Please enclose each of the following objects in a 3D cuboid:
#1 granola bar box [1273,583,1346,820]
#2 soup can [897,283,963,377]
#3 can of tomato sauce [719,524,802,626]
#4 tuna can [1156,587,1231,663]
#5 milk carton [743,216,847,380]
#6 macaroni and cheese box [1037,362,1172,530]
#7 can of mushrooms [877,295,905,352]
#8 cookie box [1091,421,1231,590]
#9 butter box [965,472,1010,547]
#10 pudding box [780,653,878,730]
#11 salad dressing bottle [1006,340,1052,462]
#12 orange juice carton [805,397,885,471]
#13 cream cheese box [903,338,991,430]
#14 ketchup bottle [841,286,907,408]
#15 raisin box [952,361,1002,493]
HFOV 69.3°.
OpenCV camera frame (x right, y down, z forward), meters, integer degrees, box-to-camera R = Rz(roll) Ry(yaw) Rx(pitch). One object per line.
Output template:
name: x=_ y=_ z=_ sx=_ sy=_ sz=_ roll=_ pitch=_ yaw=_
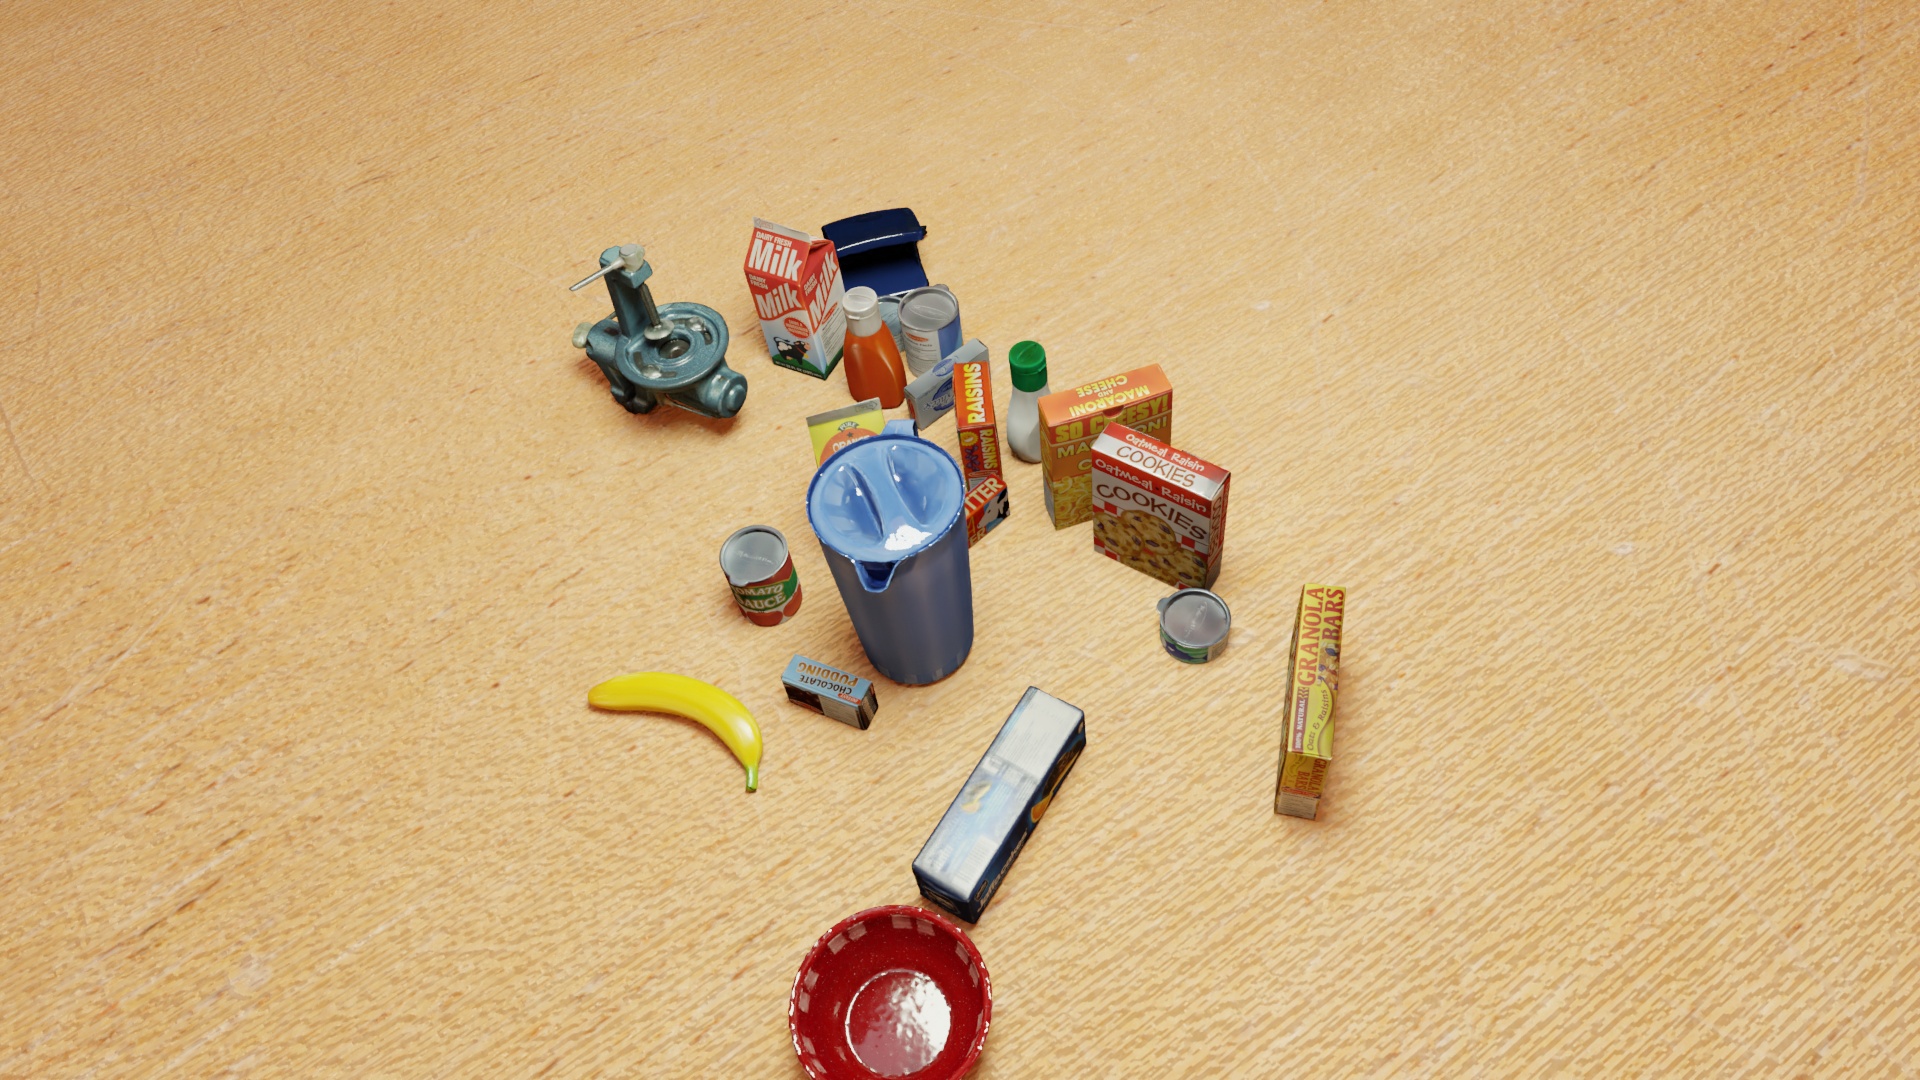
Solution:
granola bar box: x=0.300 y=0.138 z=1.196 sx=0.039 sy=0.123 sz=0.166 roll=7 pitch=56 yaw=12
soup can: x=-0.029 y=-0.226 z=1.515 sx=0.071 sy=0.083 sz=0.072 roll=-3 pitch=55 yaw=4
can of tomato sauce: x=-0.192 y=0.037 z=1.348 sx=0.071 sy=0.082 sz=0.071 roll=-3 pitch=55 yaw=4
tuna can: x=0.217 y=0.079 z=1.303 sx=0.071 sy=0.032 sz=0.071 roll=-3 pitch=55 yaw=4
milk carton: x=-0.175 y=-0.268 z=1.495 sx=0.072 sy=0.189 sz=0.074 roll=20 pitch=60 yaw=19
macaroni and cheese box: x=0.142 y=-0.088 z=1.348 sx=0.124 sy=0.165 sz=0.040 roll=-17 pitch=55 yaw=-6
can of mushrooms: x=-0.086 y=-0.243 z=1.563 sx=0.071 sy=0.033 sz=0.071 roll=-3 pitch=55 yaw=4
cookie box: x=0.185 y=-0.027 z=1.299 sx=0.123 sy=0.166 sz=0.040 roll=25 pitch=62 yaw=22
butter box: x=0.005 y=-0.017 z=1.382 sx=0.104 sy=0.053 sz=0.024 roll=-39 pitch=60 yaw=-20
pudding box: x=-0.121 y=0.140 z=1.287 sx=0.084 sy=0.049 sz=0.030 roll=18 pitch=59 yaw=18
salad dressing bottle: x=0.072 y=-0.140 z=1.404 sx=0.044 sy=0.147 sz=0.064 roll=33 pitch=65 yaw=26
orange juice carton: x=-0.099 y=-0.067 z=1.344 sx=0.072 sy=0.191 sz=0.073 roll=-14 pitch=55 yaw=-3
cream cheese box: x=-0.013 y=-0.168 z=1.490 sx=0.104 sy=0.053 sz=0.024 roll=-38 pitch=59 yaw=-19
ketchup bottle: x=-0.096 y=-0.202 z=1.465 sx=0.065 sy=0.148 sz=0.044 roll=13 pitch=58 yaw=15
raisin box: x=0.018 y=-0.109 z=1.402 sx=0.040 sy=0.122 sz=0.086 roll=-6 pitch=55 yaw=3
